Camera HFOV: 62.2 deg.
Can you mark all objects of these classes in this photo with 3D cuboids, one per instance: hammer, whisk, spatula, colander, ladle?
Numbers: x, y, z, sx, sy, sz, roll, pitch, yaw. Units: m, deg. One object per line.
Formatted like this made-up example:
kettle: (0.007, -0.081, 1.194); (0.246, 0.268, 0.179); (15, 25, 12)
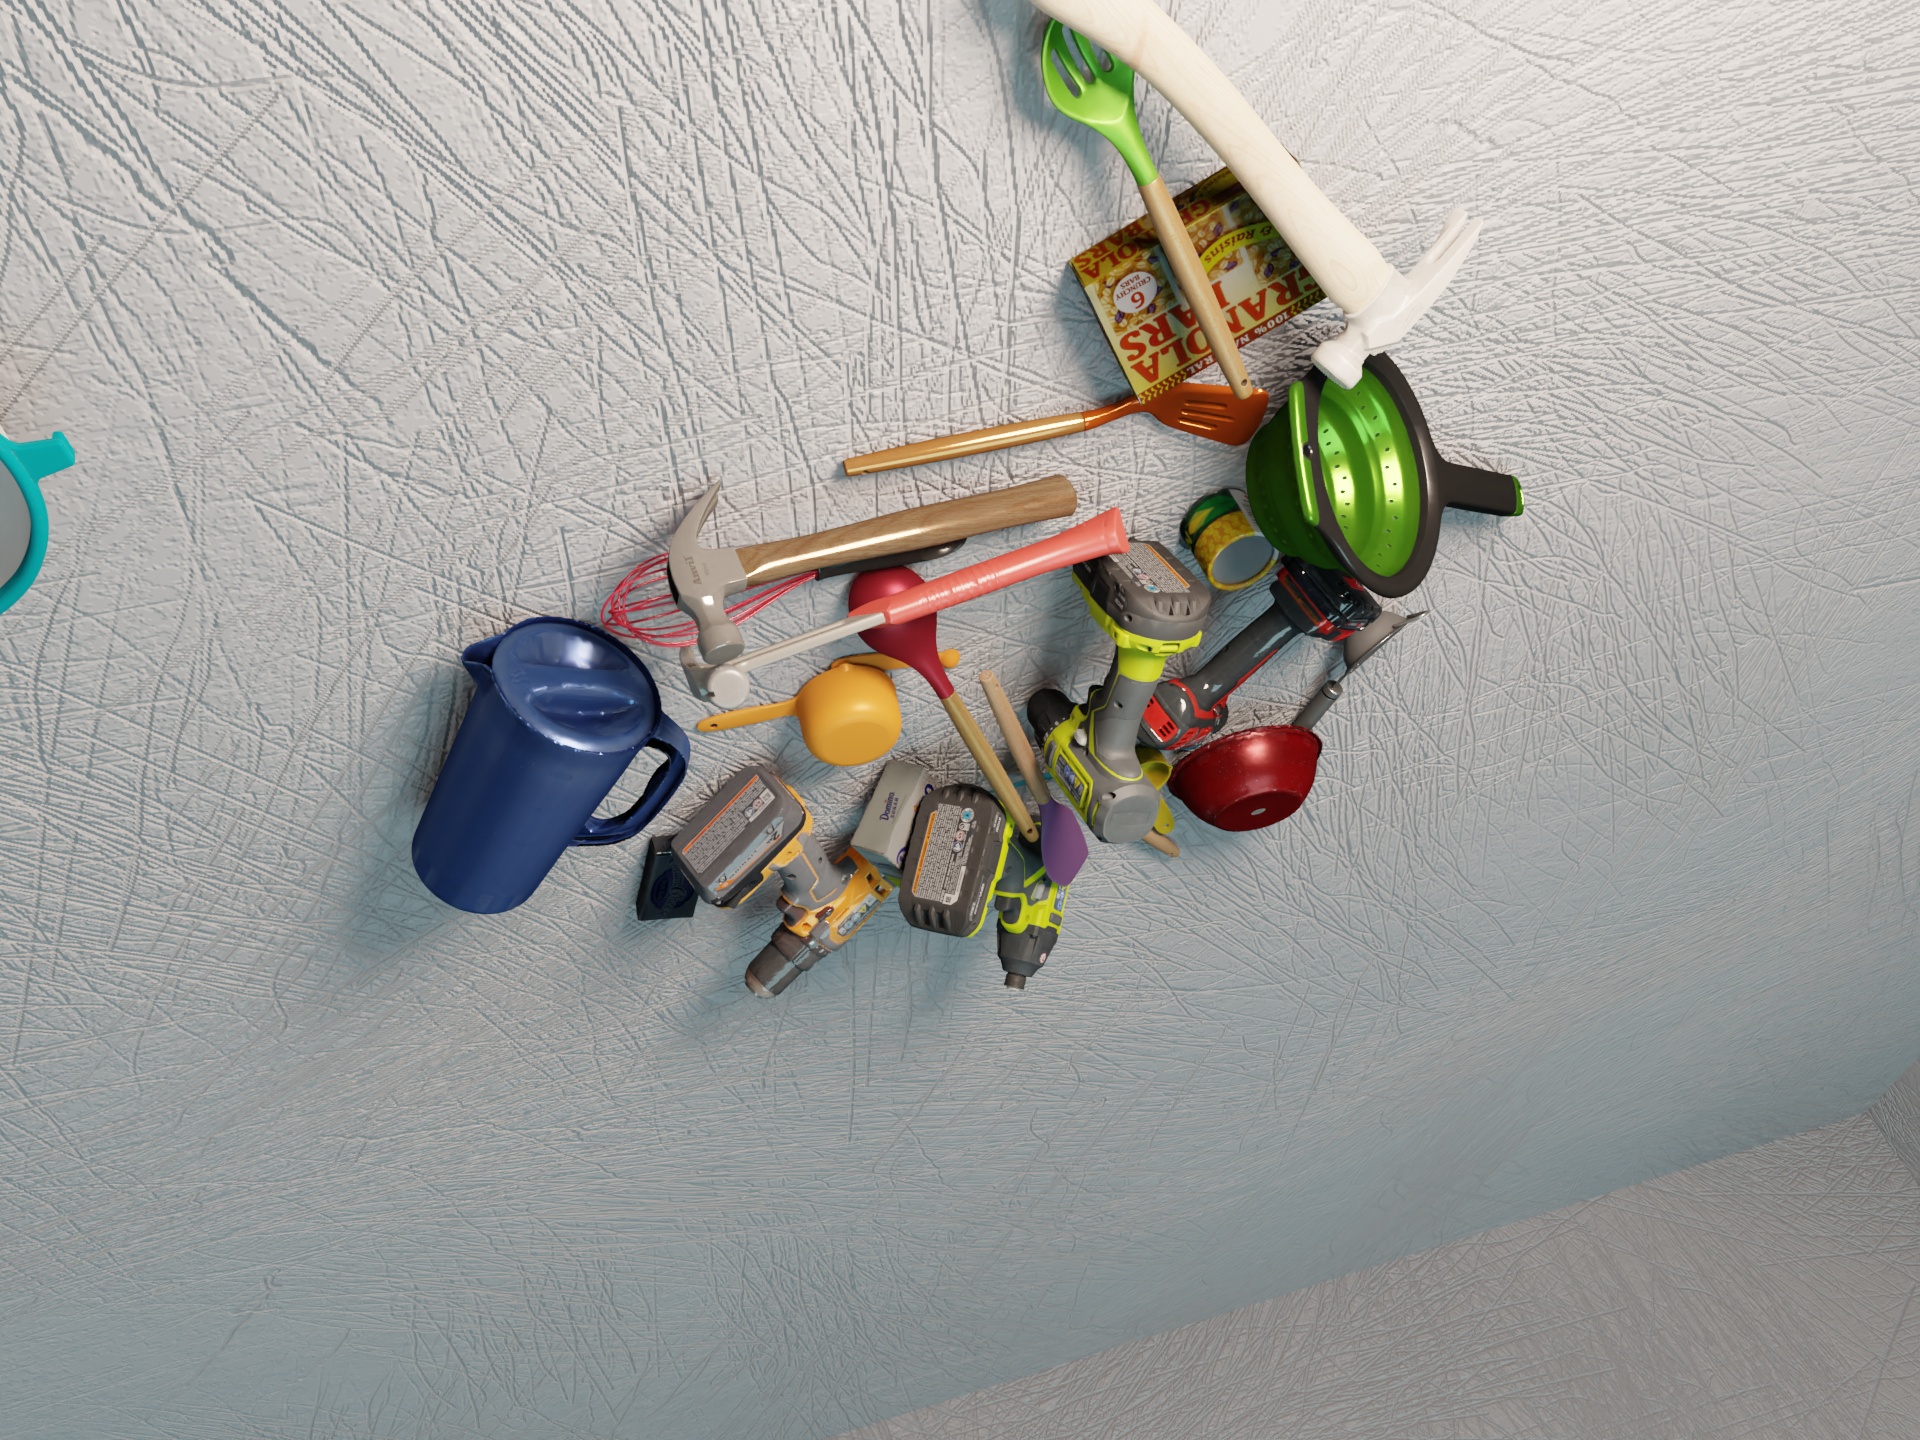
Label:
hammer: (-0.038, -0.091, 1.220); (0.359, 0.149, 0.036); (-21, 106, -13)
hammer: (0.188, -0.375, 1.017); (0.410, 0.038, 0.146); (30, 106, -40)
whisk: (-0.130, -0.113, 1.216); (0.296, 0.073, 0.073); (-15, 142, -19)
spatula: (0.067, 0.058, 1.436); (0.060, 0.018, 0.315); (-53, 144, -23)
spatula: (0.071, -0.214, 1.203); (0.322, 0.041, 0.081); (-13, 162, -9)
colander: (0.347, -0.192, 1.317); (0.094, 0.204, 0.397); (-9, 175, 43)
ladle: (-0.002, -0.004, 1.346); (0.069, 0.031, 0.315); (-33, 124, -1)
hammer: (-0.060, -0.139, 1.187); (0.331, 0.130, 0.031); (-16, 159, -25)
spatula: (0.143, 0.095, 1.597); (0.082, 0.044, 0.317); (-20, 148, 29)

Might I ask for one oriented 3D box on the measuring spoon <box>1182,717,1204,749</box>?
measuring spoon: (0.189, 0.014, 1.539); (0.128, 0.021, 0.042); (2, 135, -30)

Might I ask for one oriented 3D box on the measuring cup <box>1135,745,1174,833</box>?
measuring cup: (0.191, 0.072, 1.610); (0.062, 0.029, 0.156); (-26, 146, 5)

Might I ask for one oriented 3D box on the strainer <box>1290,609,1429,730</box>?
strainer: (0.365, -0.036, 1.553); (0.087, 0.050, 0.258); (-31, 160, -42)

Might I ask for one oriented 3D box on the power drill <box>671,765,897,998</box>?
power drill: (-0.170, 0.158, 1.463); (0.185, 0.084, 0.226); (-46, 142, 0)

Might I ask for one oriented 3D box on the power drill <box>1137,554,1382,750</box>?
power drill: (0.262, -0.055, 1.428); (0.226, 0.080, 0.188); (-42, 165, 19)

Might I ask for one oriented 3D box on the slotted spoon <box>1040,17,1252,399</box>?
slotted spoon: (0.132, -0.335, 1.051); (0.070, 0.031, 0.313); (-40, 128, -5)

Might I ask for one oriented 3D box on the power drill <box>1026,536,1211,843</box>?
power drill: (0.122, -0.036, 1.346); (0.080, 0.191, 0.228); (-2, 123, -23)

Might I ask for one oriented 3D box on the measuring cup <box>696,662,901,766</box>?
measuring cup: (-0.134, 0.007, 1.351); (0.173, 0.052, 0.095); (-10, 144, -11)

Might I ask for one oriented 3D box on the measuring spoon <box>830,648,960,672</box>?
measuring spoon: (-0.054, -0.048, 1.360); (0.117, 0.011, 0.021); (-5, 138, -21)

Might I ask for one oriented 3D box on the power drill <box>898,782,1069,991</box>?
power drill: (0.035, 0.158, 1.499); (0.080, 0.171, 0.223); (7, 167, 30)

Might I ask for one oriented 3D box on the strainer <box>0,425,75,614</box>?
strainer: (-0.672, -0.106, 0.932); (0.210, 0.095, 0.340); (20, 128, -37)
